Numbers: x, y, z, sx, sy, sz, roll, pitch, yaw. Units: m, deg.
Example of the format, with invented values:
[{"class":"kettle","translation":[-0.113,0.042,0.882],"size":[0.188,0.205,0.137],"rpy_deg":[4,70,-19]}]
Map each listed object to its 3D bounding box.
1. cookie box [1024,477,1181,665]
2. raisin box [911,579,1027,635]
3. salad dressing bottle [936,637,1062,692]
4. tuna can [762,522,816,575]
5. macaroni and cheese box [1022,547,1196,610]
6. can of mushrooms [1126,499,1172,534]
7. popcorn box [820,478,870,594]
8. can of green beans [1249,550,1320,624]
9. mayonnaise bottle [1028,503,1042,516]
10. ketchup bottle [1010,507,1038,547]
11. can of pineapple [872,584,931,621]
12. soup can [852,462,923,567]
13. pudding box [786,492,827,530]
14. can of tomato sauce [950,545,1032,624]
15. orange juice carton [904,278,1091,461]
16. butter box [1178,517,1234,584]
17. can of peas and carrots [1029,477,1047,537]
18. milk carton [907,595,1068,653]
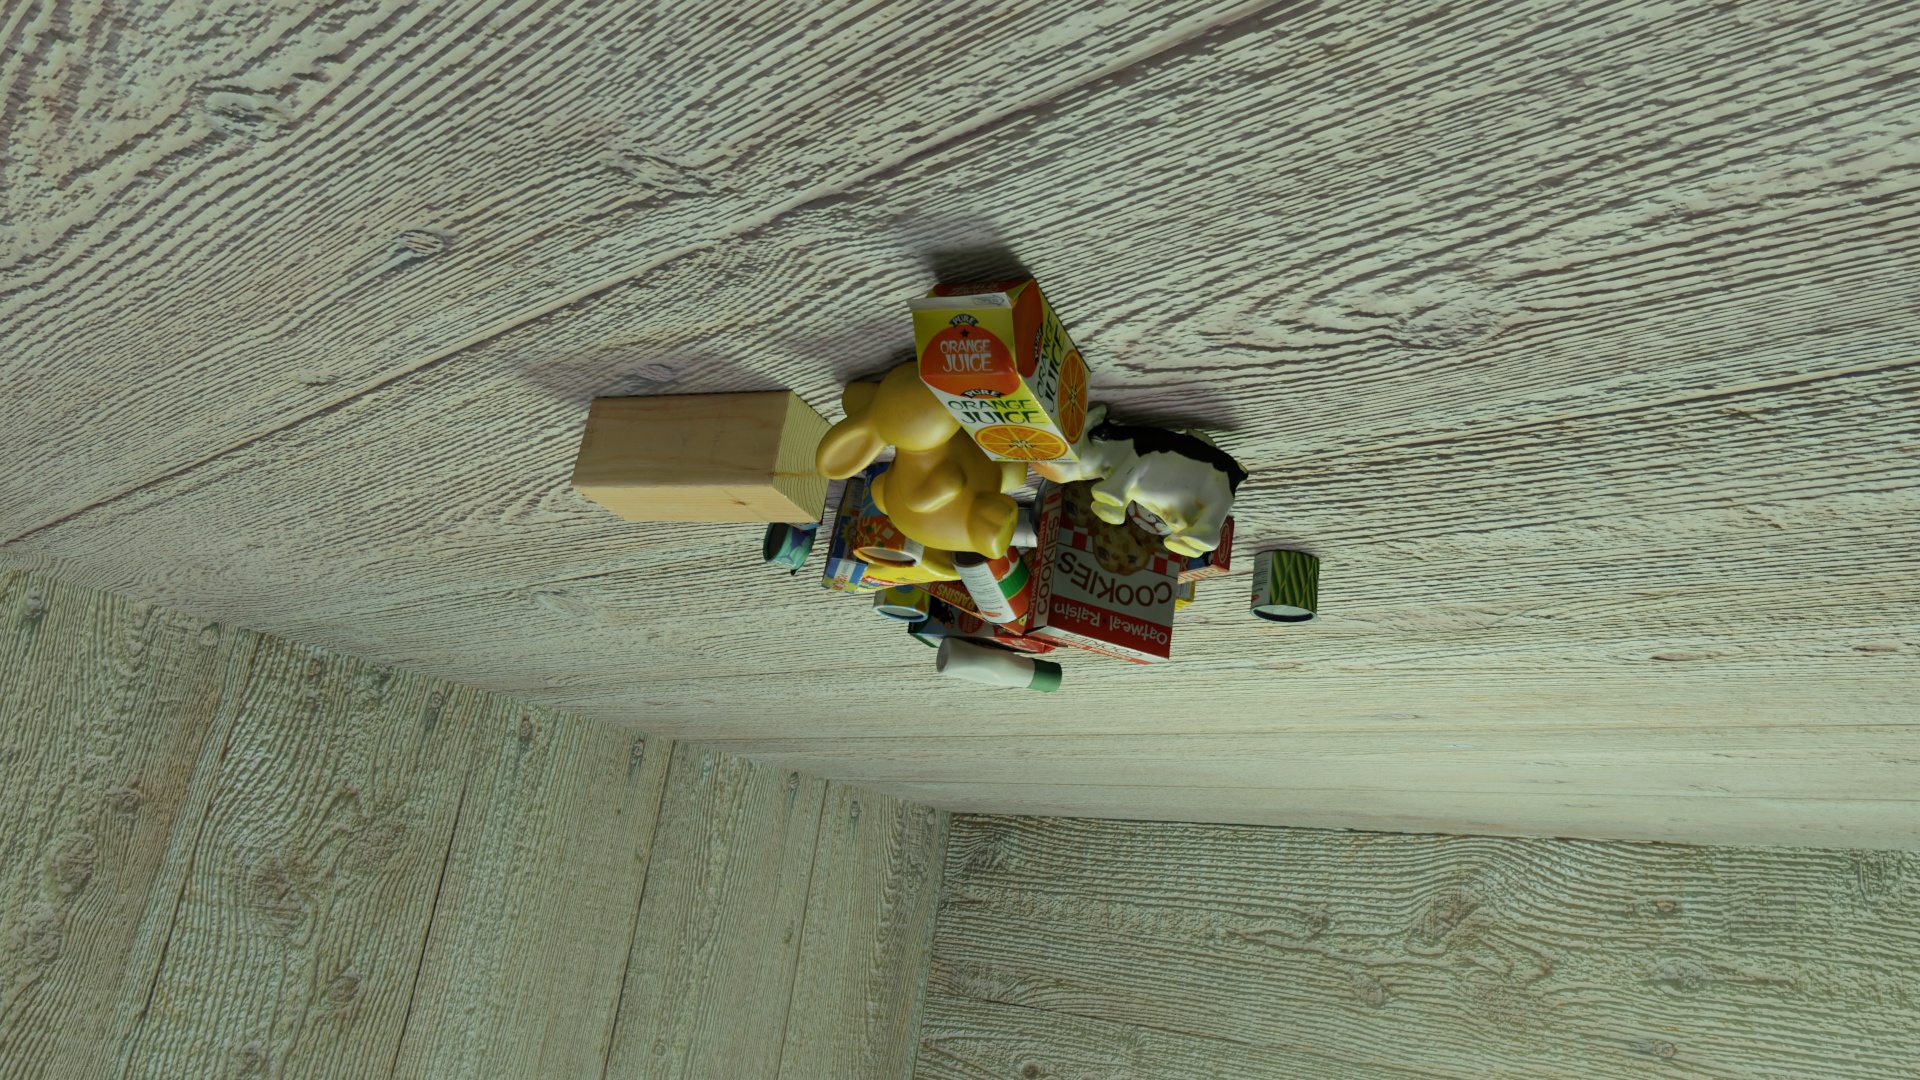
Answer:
[{"class":"cookie box","translation":[0.127,0.011,1.186],"size":[0.123,0.168,0.040],"rpy_deg":[16,161,-23]},{"class":"raisin box","translation":[0.009,0.060,1.543],"size":[0.123,0.040,0.086],"rpy_deg":[22,175,45]},{"class":"salad dressing bottle","translation":[0.047,0.149,1.631],"size":[0.148,0.044,0.064],"rpy_deg":[13,163,-20]},{"class":"tuna can","translation":[-0.181,-0.001,1.459],"size":[0.033,0.071,0.071],"rpy_deg":[19,160,-26]},{"class":"macaroni and cheese box","translation":[0.152,0.045,1.498],"size":[0.166,0.040,0.123],"rpy_deg":[13,162,-13]},{"class":"can of mushrooms","translation":[0.173,-0.041,1.174],"size":[0.071,0.071,0.033],"rpy_deg":[15,162,-20]},{"class":"popcorn box","translation":[-0.109,-0.003,1.395],"size":[0.038,0.085,0.126],"rpy_deg":[12,163,-7]},{"class":"can of green beans","translation":[0.325,0.047,1.392],"size":[0.071,0.058,0.071],"rpy_deg":[8,162,3]},{"class":"mayonnaise bottle","translation":[0.127,0.014,1.312],"size":[0.148,0.065,0.041],"rpy_deg":[43,175,-15]},{"class":"ketchup bottle","translation":[0.005,-0.017,1.365],"size":[0.149,0.043,0.064],"rpy_deg":[4,164,13]},{"class":"can of pineapple","translation":[-0.064,0.059,1.617],"size":[0.071,0.058,0.070],"rpy_deg":[8,162,2]},{"class":"soup can","translation":[-0.066,-0.023,1.311],"size":[0.071,0.084,0.071],"rpy_deg":[8,163,3]},{"class":"pudding box","translation":[-0.171,-0.046,1.347],"size":[0.030,0.050,0.083],"rpy_deg":[-11,154,43]},{"class":"can of tomato sauce","translation":[0.036,0.033,1.428],"size":[0.071,0.071,0.082],"rpy_deg":[-3,131,34]},{"class":"orange juice carton","translation":[0.029,-0.123,0.963],"size":[0.072,0.073,0.192],"rpy_deg":[2,161,22]},{"class":"butter box","translation":[0.220,0.011,1.335],"size":[0.024,0.053,0.103],"rpy_deg":[20,160,-26]},{"class":"can of peas and carrots","translation":[0.103,-0.026,1.248],"size":[0.059,0.071,0.070],"rpy_deg":[14,162,-19]},{"class":"milk carton","translation":[0.041,0.089,1.642],"size":[0.190,0.072,0.073],"rpy_deg":[2,162,23]}]
